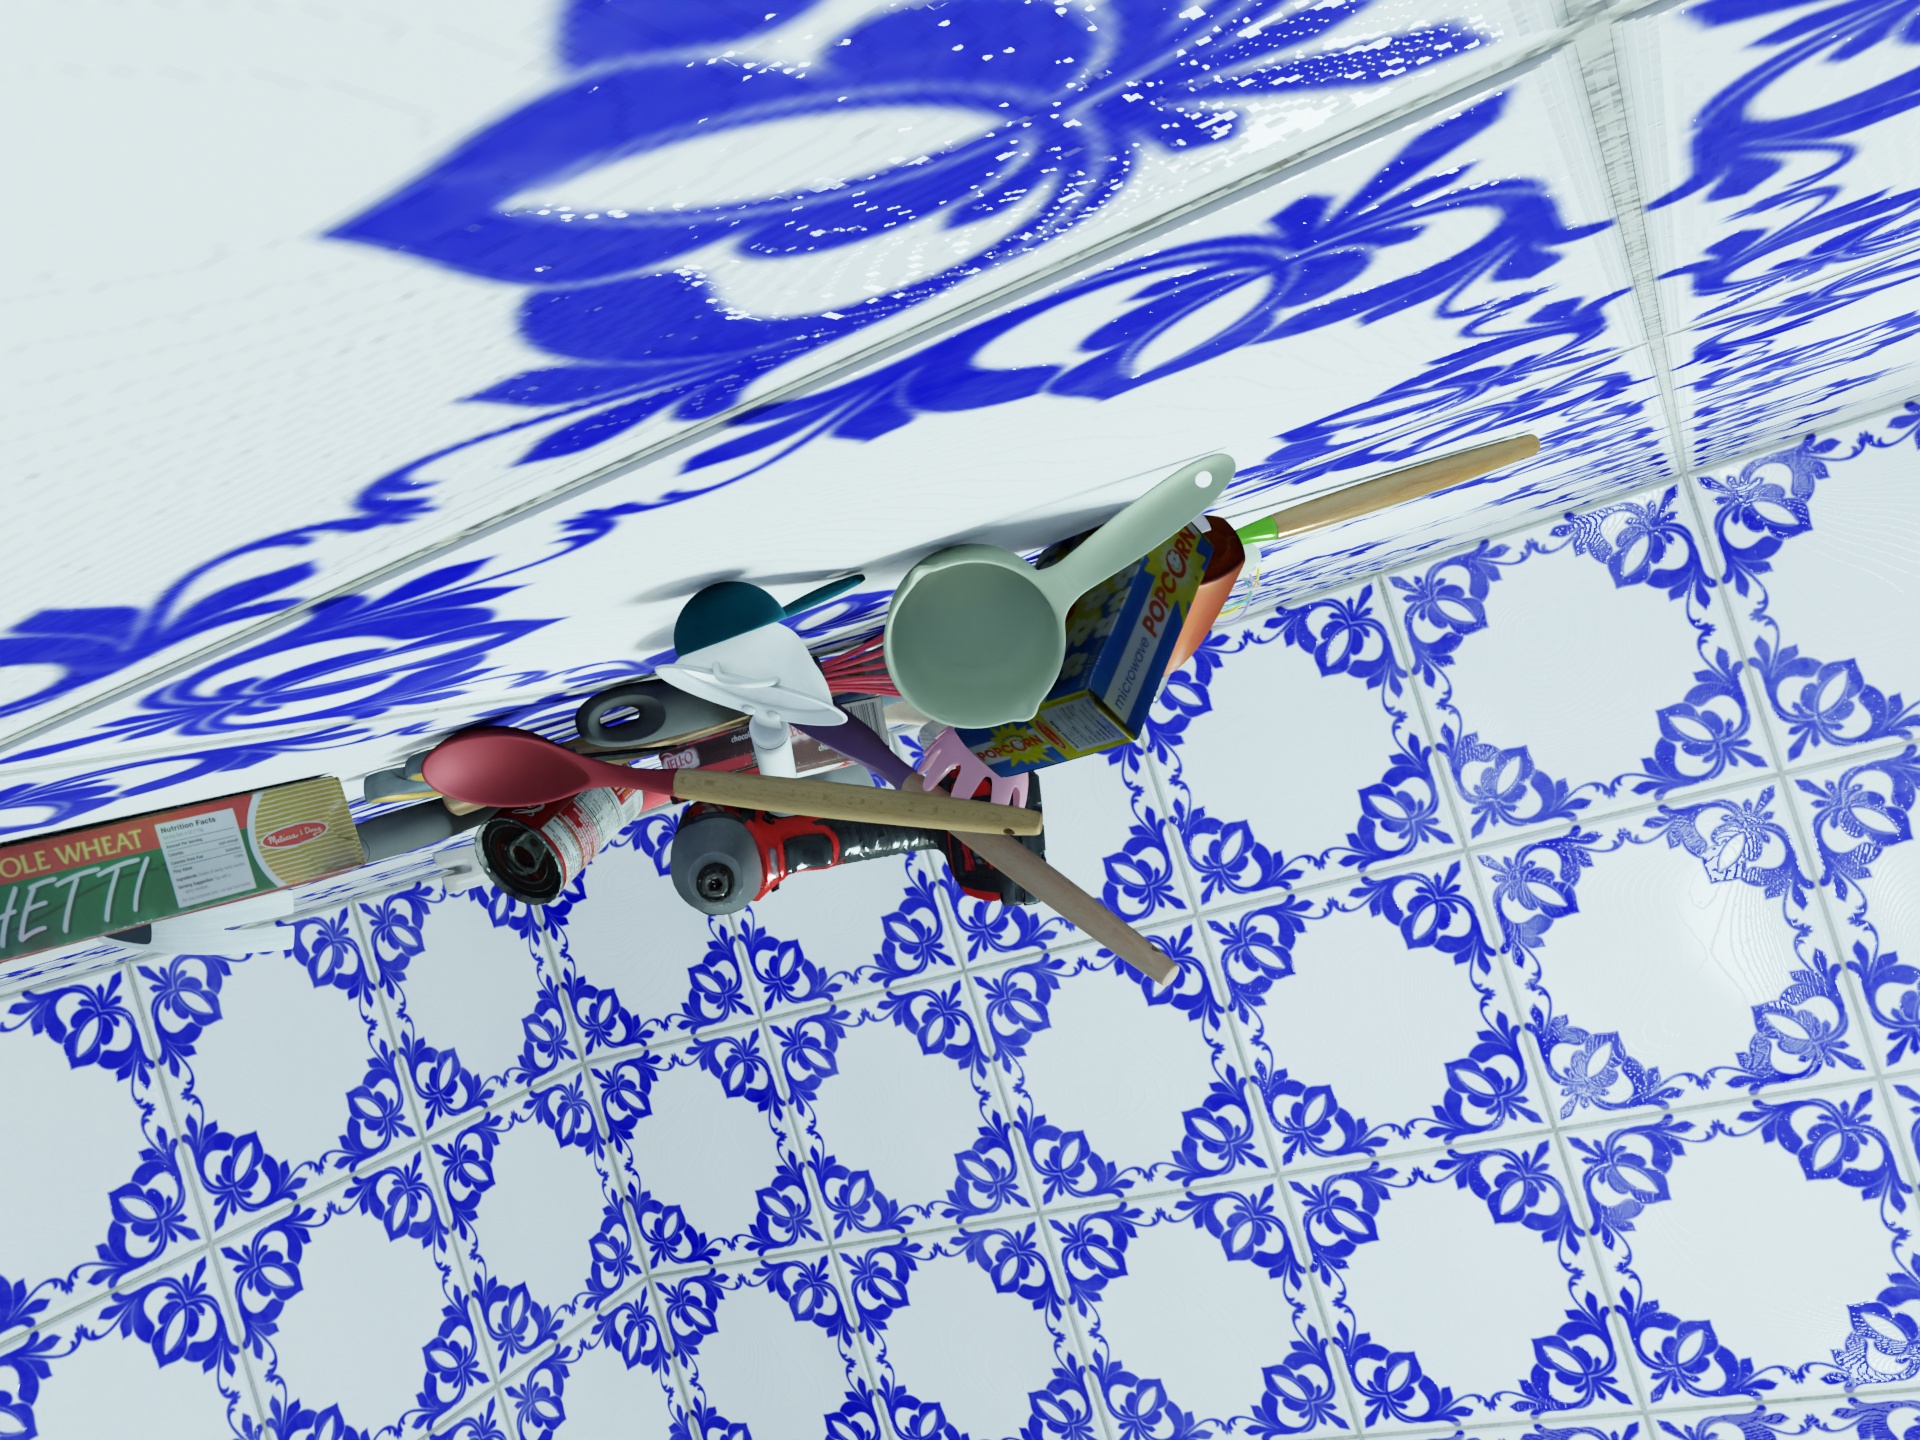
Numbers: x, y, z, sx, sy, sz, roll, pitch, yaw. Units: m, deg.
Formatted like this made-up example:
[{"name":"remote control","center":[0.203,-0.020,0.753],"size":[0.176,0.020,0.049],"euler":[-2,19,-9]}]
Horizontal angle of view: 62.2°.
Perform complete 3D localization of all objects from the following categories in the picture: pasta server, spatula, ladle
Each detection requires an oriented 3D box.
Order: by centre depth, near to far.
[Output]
[{"name":"ladle","center":[-0.115,0.034,0.783],"size":[0.315,0.031,0.069],"euler":[6,149,12]},{"name":"spatula","center":[-0.010,0.046,0.844],"size":[0.316,0.018,0.059],"euler":[35,-157,31]},{"name":"pasta server","center":[-0.002,-0.003,0.961],"size":[0.060,0.040,0.316],"euler":[23,-171,-11]}]

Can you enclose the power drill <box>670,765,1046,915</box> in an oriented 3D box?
[{"name":"power drill","center":[-0.064,0.073,0.952],"size":[0.219,0.078,0.143],"euler":[-6,-172,-5]}]

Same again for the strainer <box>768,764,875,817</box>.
[{"name":"strainer","center":[-0.076,0.055,1.279],"size":[0.256,0.069,0.152],"euler":[11,-164,-25]}]

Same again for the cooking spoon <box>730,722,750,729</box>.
[{"name":"cooking spoon","center":[-0.175,0.000,1.223],"size":[0.069,0.017,0.319],"euler":[-17,178,-3]}]

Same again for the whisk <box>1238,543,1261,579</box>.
[{"name":"whisk","center":[0.146,-0.091,1.049],"size":[0.058,0.059,0.246],"euler":[-37,173,34]}]

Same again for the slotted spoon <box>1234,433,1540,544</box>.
[{"name":"slotted spoon","center":[0.209,-0.122,0.945],"size":[0.313,0.031,0.070],"euler":[-18,179,-12]}]

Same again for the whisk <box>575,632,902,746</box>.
[{"name":"whisk","center":[-0.056,-0.026,0.848],"size":[0.295,0.073,0.073],"euler":[-12,177,-17]}]

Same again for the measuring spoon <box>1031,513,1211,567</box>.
[{"name":"measuring spoon","center":[0.071,-0.091,0.807],"size":[0.124,0.018,0.034],"euler":[-9,-171,43]}]

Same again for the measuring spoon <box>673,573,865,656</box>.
[{"name":"measuring spoon","center":[-0.070,-0.050,0.613],"size":[0.042,0.021,0.128],"euler":[-17,-172,25]}]

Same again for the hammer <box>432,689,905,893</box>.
[{"name":"hammer","center":[-0.200,0.038,1.159],"size":[0.386,0.038,0.143],"euler":[-24,176,19]}]

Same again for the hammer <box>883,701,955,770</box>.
[{"name":"hammer","center":[-0.026,-0.015,1.231],"size":[0.146,0.038,0.411],"euler":[-31,-169,-18]}]

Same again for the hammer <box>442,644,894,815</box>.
[{"name":"hammer","center":[-0.169,0.000,1.017],"size":[0.331,0.031,0.130],"euler":[-17,178,2]}]

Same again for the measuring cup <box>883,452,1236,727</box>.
[{"name":"measuring cup","center":[0.042,-0.064,0.669],"size":[0.167,0.083,0.038],"euler":[-35,-160,11]}]

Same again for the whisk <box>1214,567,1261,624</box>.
[{"name":"whisk","center":[0.134,-0.091,1.126],"size":[0.245,0.051,0.047],"euler":[-11,154,-41]}]

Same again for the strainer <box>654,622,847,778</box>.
[{"name":"strainer","center":[-0.093,-0.001,0.764],"size":[0.087,0.050,0.258],"euler":[14,163,1]}]

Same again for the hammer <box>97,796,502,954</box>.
[{"name":"hammer","center":[-0.380,0.079,0.984],"size":[0.128,0.033,0.331],"euler":[10,-166,21]}]
